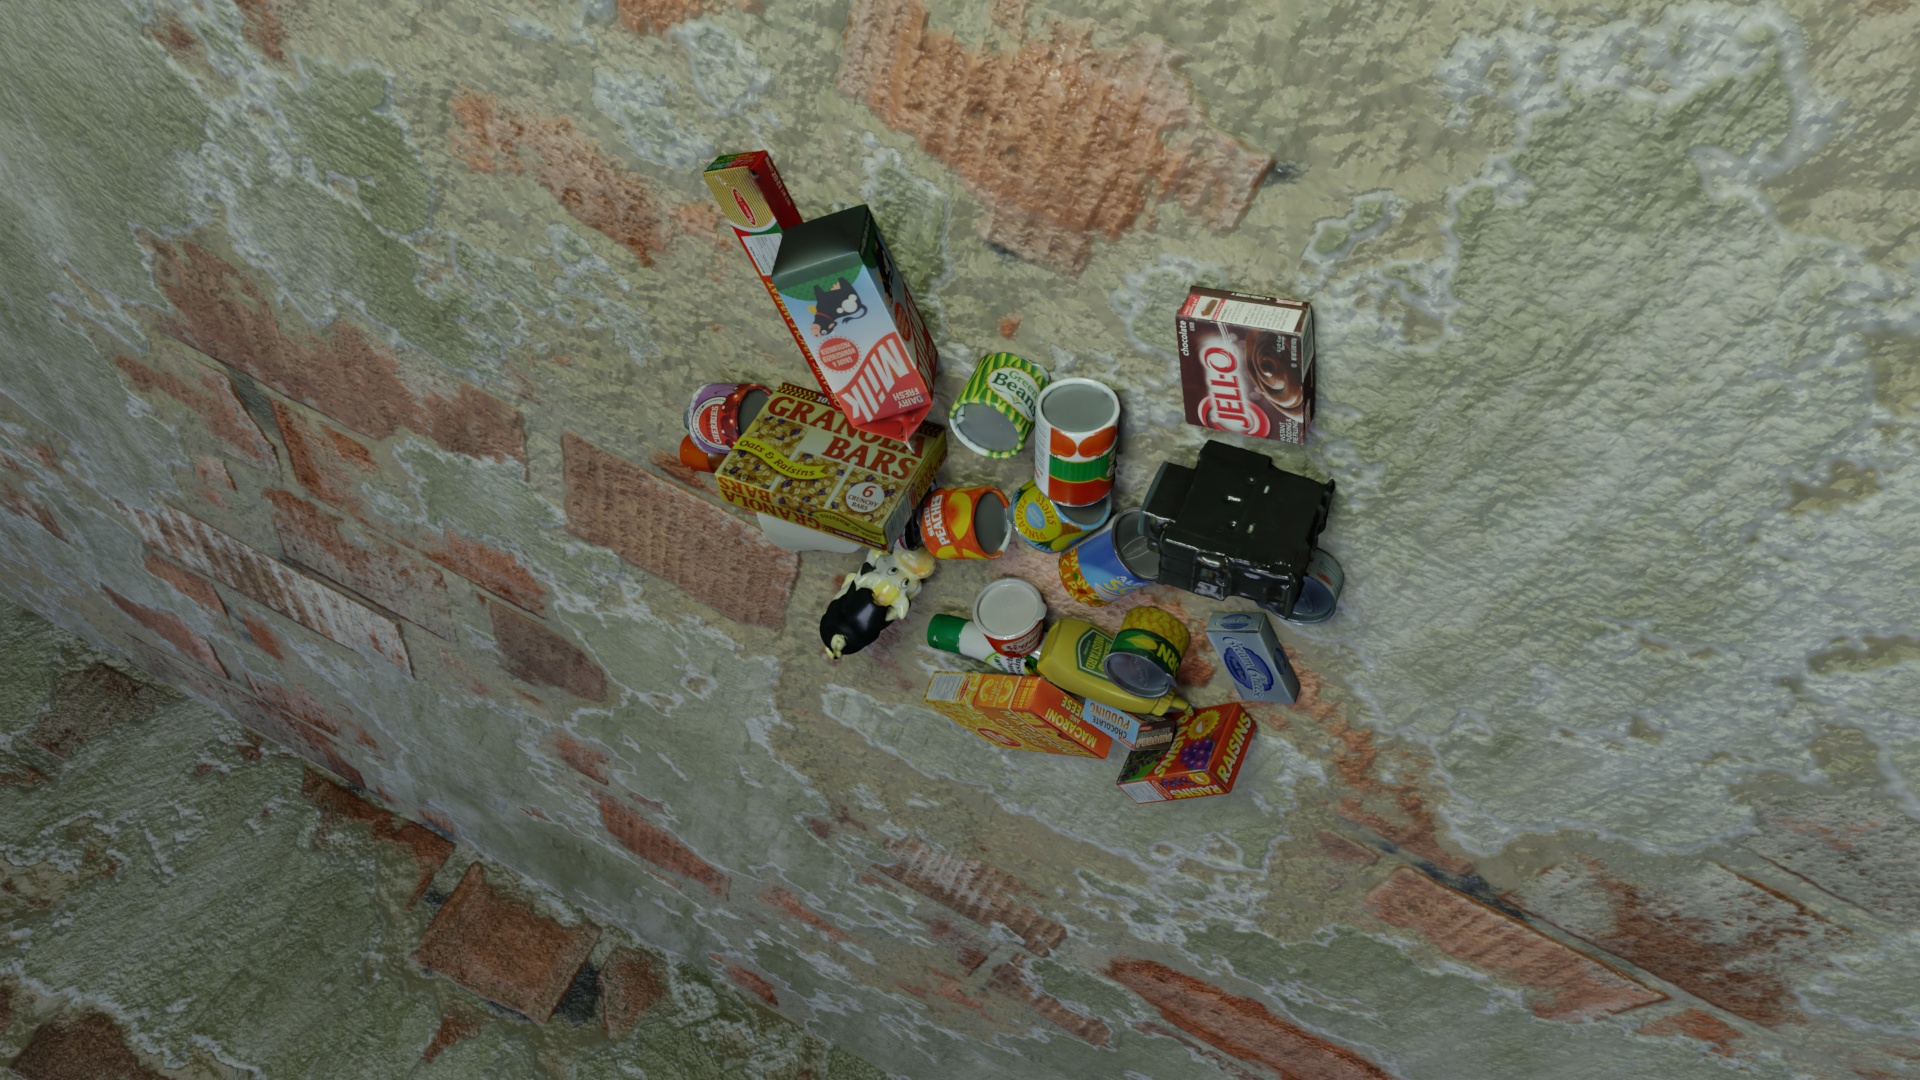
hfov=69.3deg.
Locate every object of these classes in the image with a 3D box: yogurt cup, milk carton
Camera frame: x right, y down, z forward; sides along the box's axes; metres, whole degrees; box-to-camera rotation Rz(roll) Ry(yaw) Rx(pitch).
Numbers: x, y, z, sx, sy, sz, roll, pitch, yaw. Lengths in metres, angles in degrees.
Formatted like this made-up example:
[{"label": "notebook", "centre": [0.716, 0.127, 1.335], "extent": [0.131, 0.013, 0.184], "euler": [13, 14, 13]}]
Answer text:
[{"label": "yogurt cup", "centre": [0.049, 0.077, 1.339], "extent": [0.072, 0.073, 0.053], "euler": [14, 151, 21]}, {"label": "milk carton", "centre": [-0.072, -0.159, 1.094], "extent": [0.073, 0.073, 0.189], "euler": [-14, 131, 16]}]

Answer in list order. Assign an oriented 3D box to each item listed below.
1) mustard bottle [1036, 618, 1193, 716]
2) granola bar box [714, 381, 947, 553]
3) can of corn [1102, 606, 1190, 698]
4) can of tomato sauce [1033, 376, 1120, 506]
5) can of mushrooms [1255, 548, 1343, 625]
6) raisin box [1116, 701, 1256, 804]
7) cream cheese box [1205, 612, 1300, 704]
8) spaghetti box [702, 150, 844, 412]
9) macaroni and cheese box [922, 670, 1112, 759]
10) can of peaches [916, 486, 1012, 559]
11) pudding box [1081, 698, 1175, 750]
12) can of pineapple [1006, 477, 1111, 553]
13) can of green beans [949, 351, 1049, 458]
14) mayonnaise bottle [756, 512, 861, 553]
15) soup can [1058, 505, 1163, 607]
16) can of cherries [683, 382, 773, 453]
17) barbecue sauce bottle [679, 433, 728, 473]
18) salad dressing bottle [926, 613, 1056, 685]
[{"label": "mustard bottle", "centre": [0.155, 0.130, 1.333], "extent": [0.160, 0.065, 0.048], "euler": [24, 151, -6]}, {"label": "granola bar box", "centre": [-0.112, -0.067, 1.213], "extent": [0.166, 0.125, 0.038], "euler": [17, 144, 17]}, {"label": "can of corn", "centre": [0.175, 0.104, 1.284], "extent": [0.071, 0.058, 0.070], "euler": [19, 145, 15]}, {"label": "can of tomato sauce", "centre": [0.094, -0.079, 1.102], "extent": [0.071, 0.071, 0.082], "euler": [18, 144, 16]}, {"label": "can of mushrooms", "centre": [0.278, 0.036, 1.143], "extent": [0.071, 0.034, 0.070], "euler": [19, 145, 14]}, {"label": "raisin box", "centre": [0.221, 0.209, 1.361], "extent": [0.040, 0.086, 0.123], "euler": [47, 142, -20]}, {"label": "cream cheese box", "centre": [0.264, 0.107, 1.253], "extent": [0.053, 0.024, 0.103], "euler": [-2, 135, 37]}, {"label": "spaghetti box", "centre": [-0.129, -0.204, 1.135], "extent": [0.050, 0.029, 0.249], "euler": [4, 138, 33]}, {"label": "macaroni and cheese box", "centre": [0.060, 0.182, 1.445], "extent": [0.123, 0.040, 0.166], "euler": [36, 156, -33]}, {"label": "can of peaches", "centre": [0.004, -0.016, 1.245], "extent": [0.058, 0.071, 0.071], "euler": [-1, 136, 36]}, {"label": "pudding box", "centre": [0.164, 0.176, 1.364], "extent": [0.084, 0.050, 0.030], "euler": [29, 113, 52]}, {"label": "can of pineapple", "centre": [0.084, -0.029, 1.169], "extent": [0.071, 0.071, 0.057], "euler": [38, 144, -12]}, {"label": "can of green beans", "centre": [0.032, -0.108, 1.115], "extent": [0.071, 0.058, 0.071], "euler": [19, 145, 15]}, {"label": "mayonnaise bottle", "centre": [-0.127, -0.016, 1.368], "extent": [0.148, 0.041, 0.064], "euler": [4, 140, 31]}, {"label": "soup can", "centre": [0.134, 0.018, 1.193], "extent": [0.071, 0.072, 0.083], "euler": [38, 146, -13]}, {"label": "can of cherries", "centre": [-0.209, -0.111, 1.277], "extent": [0.058, 0.072, 0.071], "euler": [5, 139, 31]}, {"label": "barbecue sauce bottle", "centre": [-0.203, -0.077, 1.337], "extent": [0.148, 0.044, 0.065], "euler": [10, 166, 29]}, {"label": "salad dressing bottle", "centre": [0.039, 0.106, 1.400], "extent": [0.148, 0.044, 0.064], "euler": [12, 147, 24]}]
